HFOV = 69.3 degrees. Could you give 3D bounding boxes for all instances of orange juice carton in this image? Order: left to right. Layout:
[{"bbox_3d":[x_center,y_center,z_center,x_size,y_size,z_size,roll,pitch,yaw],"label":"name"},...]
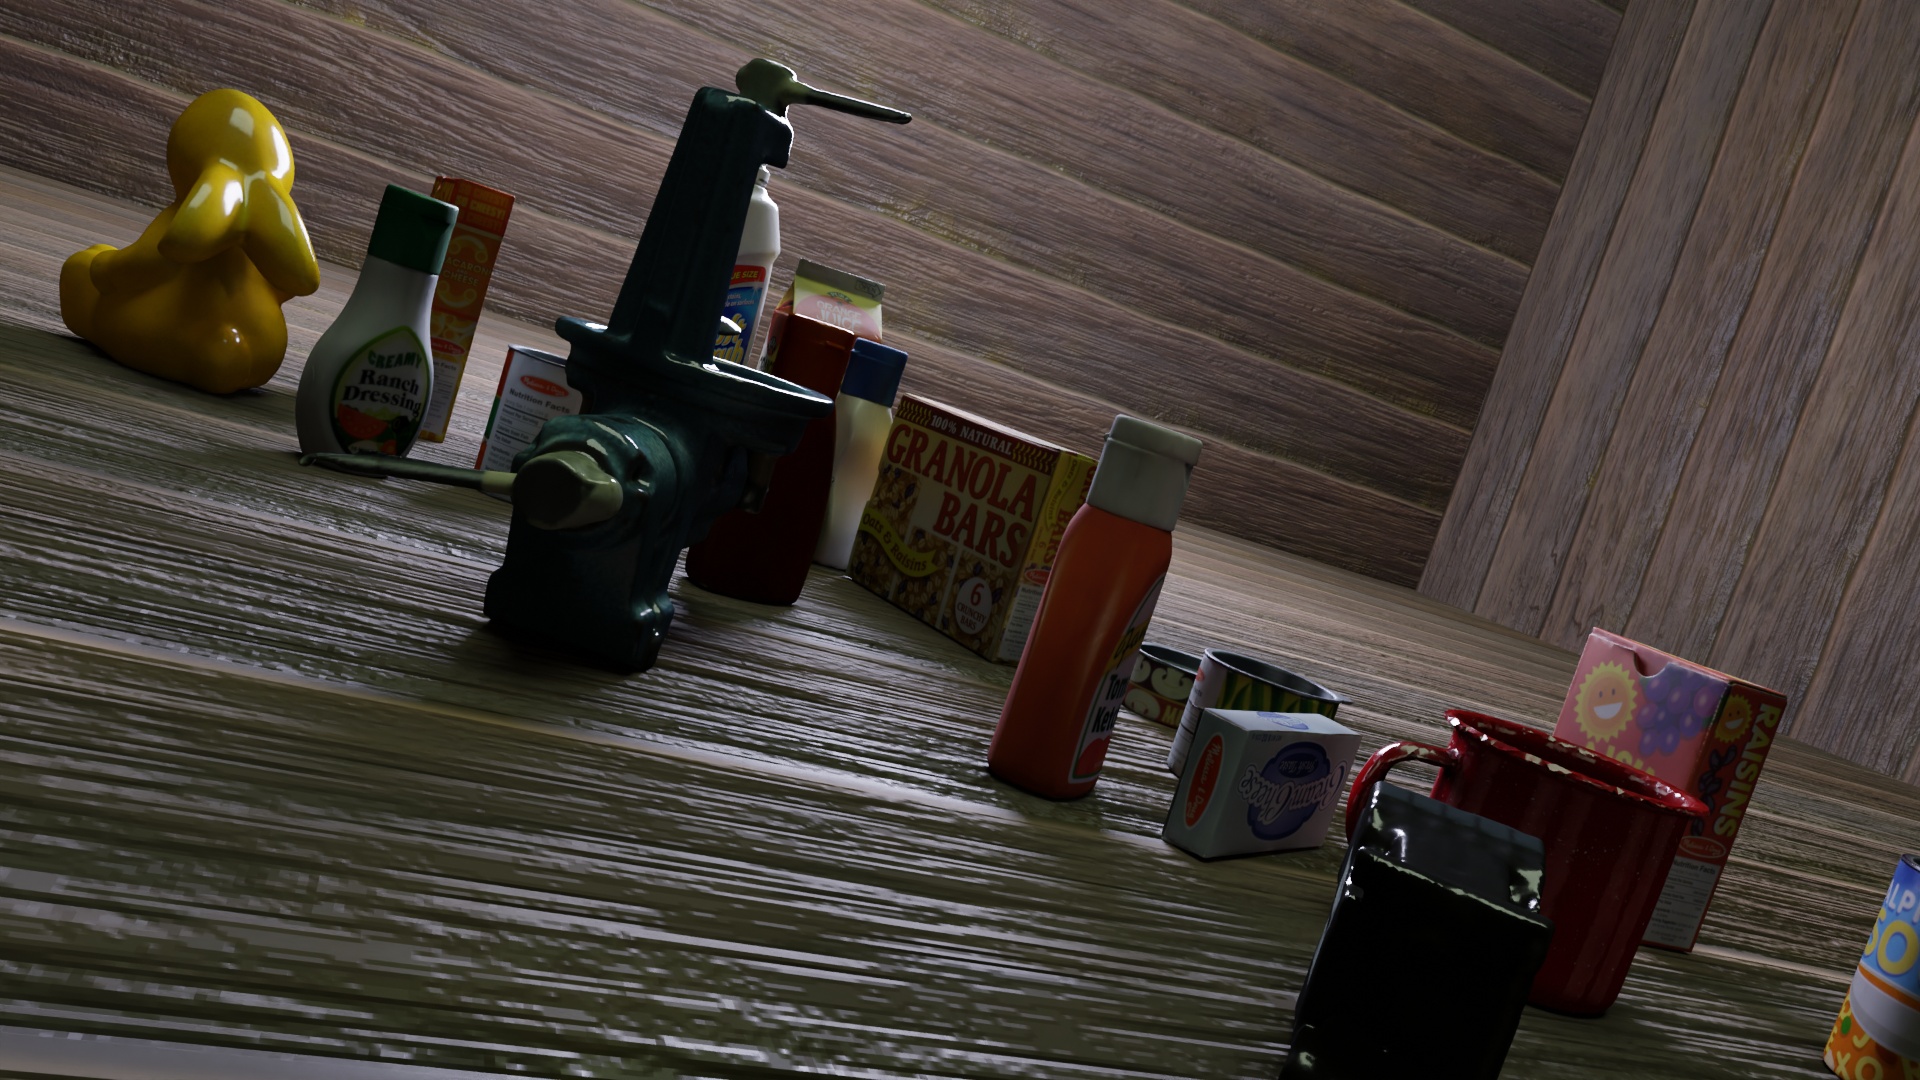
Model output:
[{"bbox_3d":[-0.117,-0.111,1.047,0.072,0.192,0.073,16,6,-21],"label":"orange juice carton"}]

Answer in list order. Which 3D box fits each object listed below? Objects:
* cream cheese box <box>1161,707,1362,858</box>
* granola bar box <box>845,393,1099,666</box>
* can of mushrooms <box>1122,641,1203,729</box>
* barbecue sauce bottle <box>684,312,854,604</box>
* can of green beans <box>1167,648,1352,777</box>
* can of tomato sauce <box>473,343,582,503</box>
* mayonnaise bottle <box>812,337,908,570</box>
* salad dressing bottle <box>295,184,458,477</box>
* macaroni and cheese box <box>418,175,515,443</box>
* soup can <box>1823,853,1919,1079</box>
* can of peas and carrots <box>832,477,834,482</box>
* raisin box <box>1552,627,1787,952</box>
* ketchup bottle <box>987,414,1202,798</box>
[{"bbox_3d":[0.122,0.097,0.558,0.024,0.053,0.104,23,8,39],"label":"cream cheese box"},{"bbox_3d":[0.003,-0.010,0.828,0.039,0.124,0.166,14,7,-38],"label":"granola bar box"},{"bbox_3d":[0.124,0.083,0.771,0.071,0.033,0.071,18,6,-2],"label":"can of mushrooms"},{"bbox_3d":[-0.094,-0.043,0.727,0.065,0.148,0.044,13,7,-39],"label":"barbecue sauce bottle"},{"bbox_3d":[0.136,0.089,0.647,0.071,0.057,0.071,18,6,-2],"label":"can of green beans"},{"bbox_3d":[-0.237,-0.063,0.800,0.071,0.083,0.071,18,6,-2],"label":"can of tomato sauce"},{"bbox_3d":[-0.073,-0.058,0.919,0.041,0.148,0.065,15,7,-32],"label":"mayonnaise bottle"},{"bbox_3d":[-0.300,-0.109,0.722,0.044,0.147,0.064,22,7,37],"label":"salad dressing bottle"},{"bbox_3d":[-0.350,-0.159,0.933,0.040,0.166,0.124,15,7,-29],"label":"macaroni and cheese box"},{"bbox_3d":[0.357,0.164,0.497,0.071,0.083,0.071,18,6,-2],"label":"soup can"},{"bbox_3d":[-0.121,-0.022,0.878,0.071,0.058,0.071,18,6,-2],"label":"can of peas and carrots"},{"bbox_3d":[0.312,0.112,0.640,0.040,0.123,0.086,16,6,-19],"label":"raisin box"},{"bbox_3d":[0.055,0.025,0.552,0.043,0.148,0.065,20,6,19],"label":"ketchup bottle"}]
